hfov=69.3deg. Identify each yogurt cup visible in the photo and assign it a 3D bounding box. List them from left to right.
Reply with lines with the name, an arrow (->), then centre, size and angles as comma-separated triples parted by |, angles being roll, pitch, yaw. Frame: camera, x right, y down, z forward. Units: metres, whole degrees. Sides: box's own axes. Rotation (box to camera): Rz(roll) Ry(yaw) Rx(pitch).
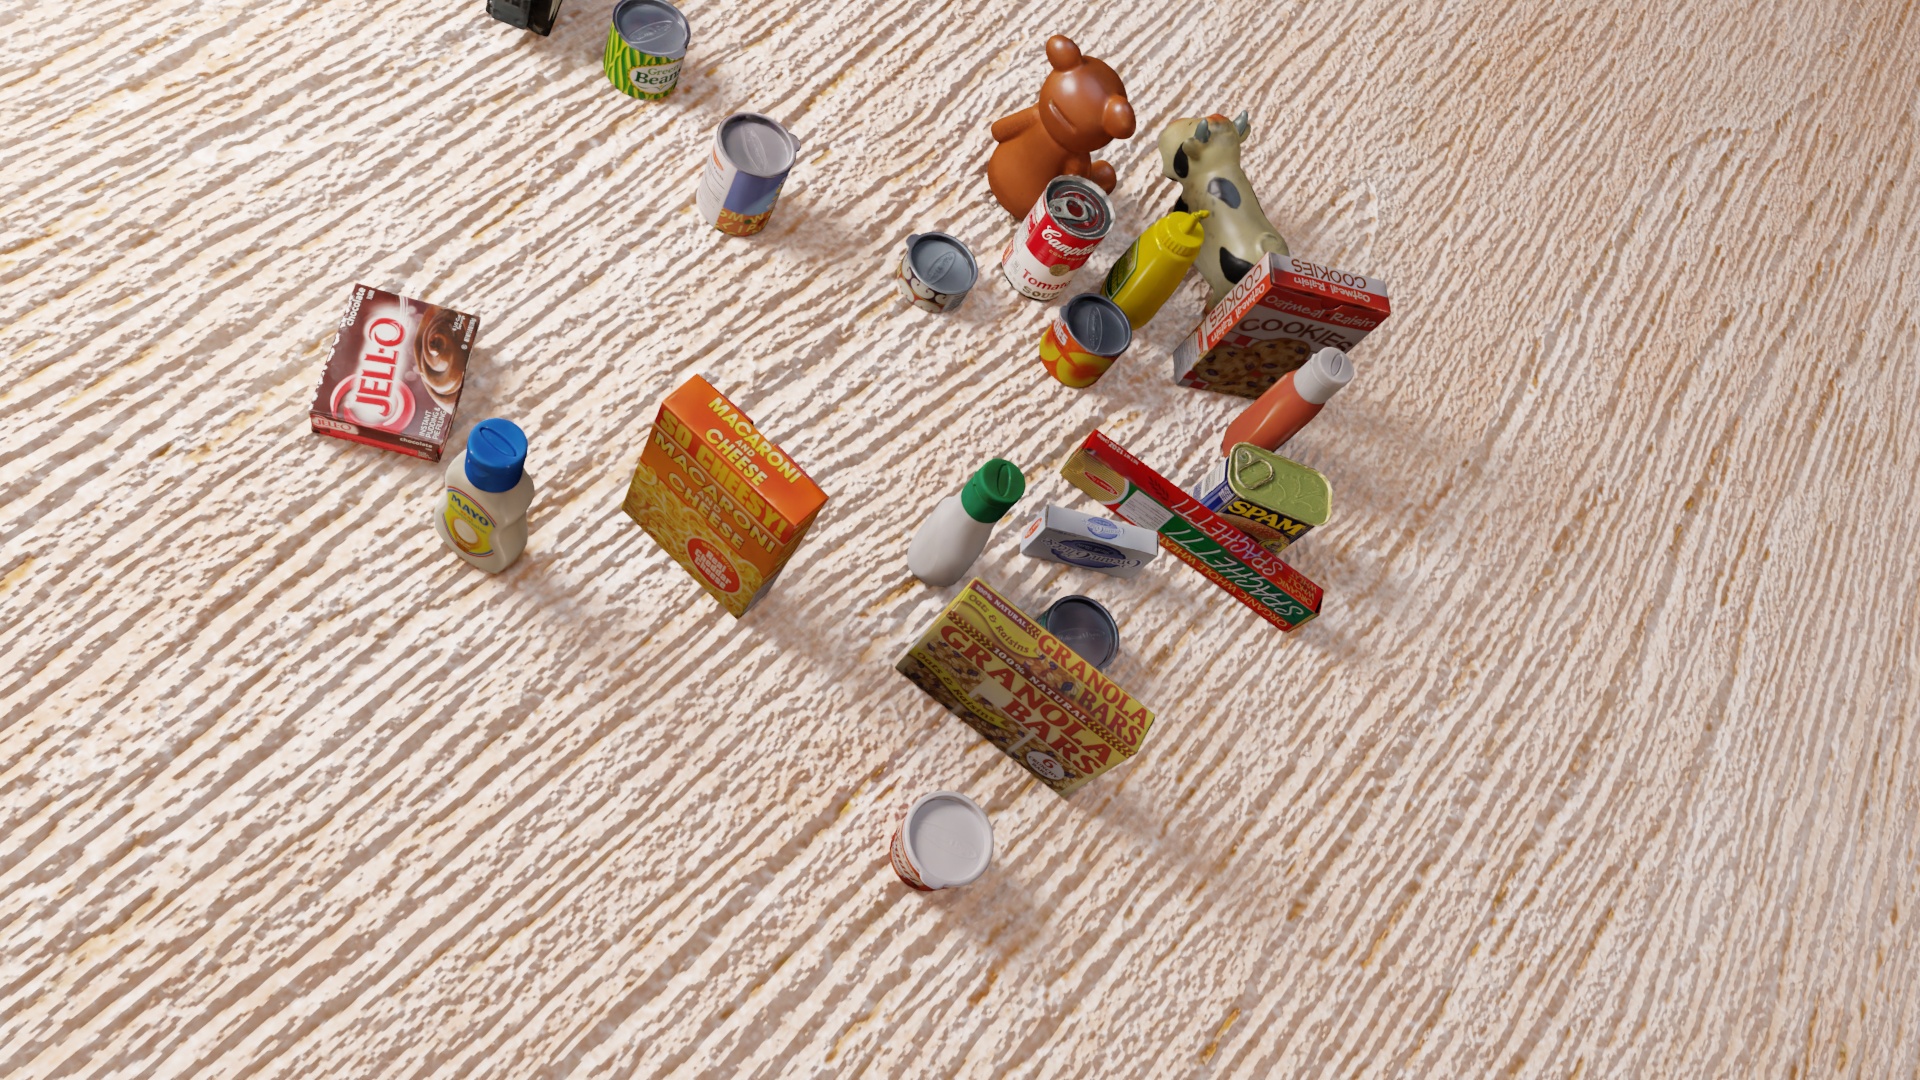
yogurt cup -> -0.017, 0.217, 0.988 | 0.072, 0.053, 0.072 | 10, 62, -19

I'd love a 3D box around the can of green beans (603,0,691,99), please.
can of green beans -> -0.271, -0.424, 1.196 | 0.071, 0.057, 0.071 | 10, 62, -19

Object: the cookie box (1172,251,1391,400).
cookie box -> 0.287, -0.186, 1.256 | 0.123, 0.166, 0.040 | 9, 62, -20

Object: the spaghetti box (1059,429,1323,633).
spaghetti box -> 0.200, -0.006, 1.198 | 0.250, 0.050, 0.029 | 35, 57, -4

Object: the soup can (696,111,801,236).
soup can -> -0.178, -0.305, 1.162 | 0.071, 0.083, 0.071 | 10, 62, -19

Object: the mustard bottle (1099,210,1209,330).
mustard bottle -> 0.177, -0.251, 1.245 | 0.049, 0.159, 0.065 | 17, 60, -15

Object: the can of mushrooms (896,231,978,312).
can of mushrooms -> -0.023, -0.238, 1.226 | 0.071, 0.033, 0.071 | 10, 62, -19

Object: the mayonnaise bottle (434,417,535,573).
mayonnaise bottle -> -0.315, -0.031, 0.926 | 0.065, 0.147, 0.041 | 38, 57, -2

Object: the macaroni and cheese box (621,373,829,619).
macaroni and cheese box -> -0.169, -0.027, 0.977 | 0.124, 0.165, 0.040 | 43, 57, 1

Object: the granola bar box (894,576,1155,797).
granola bar box -> 0.045, 0.111, 1.027 | 0.165, 0.123, 0.039 | 38, 57, -2

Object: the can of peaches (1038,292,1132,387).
can of peaches -> 0.109, -0.179, 1.239 | 0.071, 0.057, 0.071 | 10, 62, -19

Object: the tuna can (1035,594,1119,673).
tuna can -> 0.092, 0.082, 1.117 | 0.071, 0.032, 0.071 | 10, 62, -19

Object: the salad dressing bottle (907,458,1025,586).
salad dressing bottle -> 0.004, -0.013, 1.057 | 0.044, 0.147, 0.064 | 17, 60, -16

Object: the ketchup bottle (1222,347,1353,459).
ketchup bottle -> 0.290, -0.119, 1.235 | 0.043, 0.148, 0.065 | 32, 57, -6

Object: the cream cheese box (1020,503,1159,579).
cream cheese box -> 0.107, 0.002, 1.151 | 0.104, 0.053, 0.024 | 14, 61, -17
